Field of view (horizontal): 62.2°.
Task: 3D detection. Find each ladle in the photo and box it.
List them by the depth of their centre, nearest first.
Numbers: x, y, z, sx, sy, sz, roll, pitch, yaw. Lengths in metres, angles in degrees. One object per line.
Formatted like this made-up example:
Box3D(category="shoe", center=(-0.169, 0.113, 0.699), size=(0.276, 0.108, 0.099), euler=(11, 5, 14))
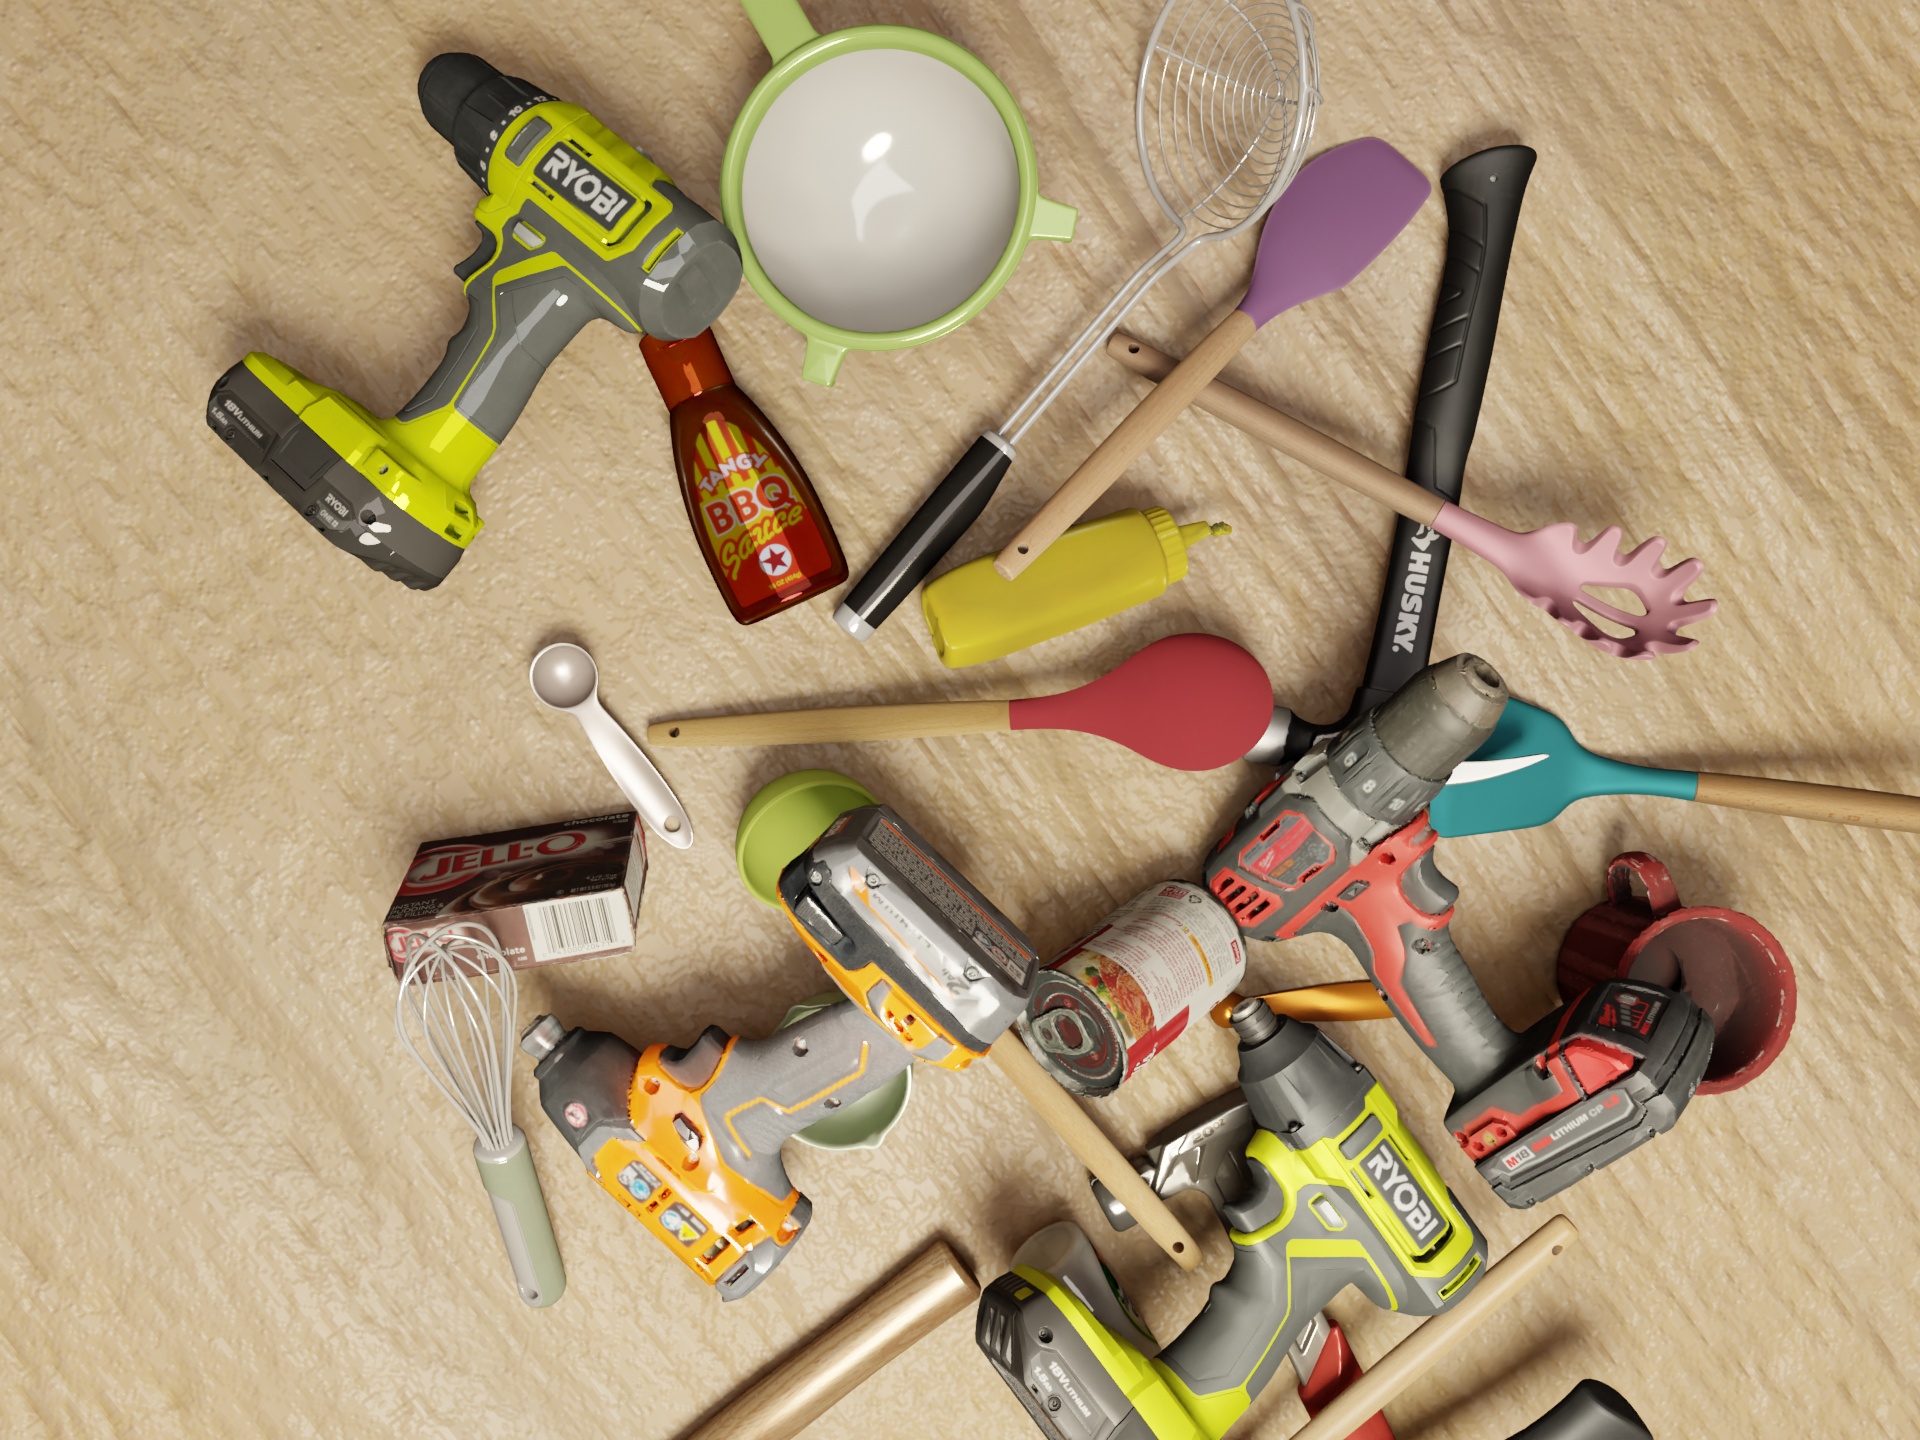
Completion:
Box3D(category="ladle", center=(0.009, 0.152, 0.784), size=(0.078, 0.062, 0.320), euler=(-42, 88, 7))
Box3D(category="ladle", center=(-0.001, -0.003, 0.794), size=(0.315, 0.031, 0.069), euler=(-3, 84, 4))

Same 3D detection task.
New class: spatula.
Box3D(category="spatula", center=(0.123, -0.182, 0.787), size=(0.060, 0.018, 0.316), euler=(42, 76, 4))
Box3D(category="spatula", center=(0.402, 0.039, 0.806), size=(0.317, 0.044, 0.082), euler=(7, 88, 13))

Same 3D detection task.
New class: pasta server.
Box3D(category="pasta server", center=(0.210, -0.117, 0.777), size=(0.316, 0.040, 0.060), euler=(31, 80, 11))

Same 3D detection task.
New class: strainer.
Box3D(category="strainer", center=(-0.063, -0.298, 0.775), size=(0.151, 0.069, 0.256), euler=(-30, 90, 7))

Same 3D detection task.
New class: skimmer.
Box3D(category="skimmer", center=(0.041, -0.197, 0.772), size=(0.363, 0.127, 0.090), euler=(-50, 133, 4))

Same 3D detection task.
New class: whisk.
Box3D(category="whisk", center=(-0.218, 0.193, 0.744), size=(0.058, 0.059, 0.246), euler=(16, 128, 27))

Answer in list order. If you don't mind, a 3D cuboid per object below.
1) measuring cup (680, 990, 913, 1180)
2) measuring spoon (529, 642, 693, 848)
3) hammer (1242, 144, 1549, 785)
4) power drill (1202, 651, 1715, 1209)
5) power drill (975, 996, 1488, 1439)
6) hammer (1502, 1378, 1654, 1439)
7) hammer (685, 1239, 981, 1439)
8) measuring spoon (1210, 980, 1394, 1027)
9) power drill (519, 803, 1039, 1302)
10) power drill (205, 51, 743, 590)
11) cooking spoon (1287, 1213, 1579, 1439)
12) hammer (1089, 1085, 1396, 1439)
Box3D(category="measuring cup", center=(-0.099, 0.196, 0.808), size=(0.167, 0.038, 0.083), euler=(-30, 95, 9))
Box3D(category="measuring spoon", center=(-0.173, 0.014, 0.807), size=(0.034, 0.018, 0.124), euler=(-33, 100, 3))
Box3D(category="hammer", center=(0.248, -0.127, 0.808), size=(0.146, 0.035, 0.335), euler=(11, 89, 9))
Box3D(category="power drill", center=(0.240, 0.093, 0.742), size=(0.227, 0.080, 0.187), euler=(47, 131, 11))
Box3D(category="power drill", center=(0.124, 0.255, 0.751), size=(0.223, 0.080, 0.171), euler=(-37, 94, -18))
Box3D(category="hammer", center=(0.156, 0.441, 0.793), size=(0.409, 0.036, 0.149), euler=(-30, 108, 4))
Box3D(category="hammer", center=(-0.131, 0.377, 0.811), size=(0.331, 0.031, 0.130), euler=(-37, 94, -2))
Box3D(category="measuring spoon", center=(0.189, 0.149, 0.833), size=(0.117, 0.011, 0.021), euler=(-3, 92, -4))
Box3D(category="power drill", center=(-0.092, 0.146, 0.739), size=(0.164, 0.084, 0.226), euler=(43, 106, -3))
Box3D(category="power drill", center=(-0.239, -0.195, 0.753), size=(0.191, 0.080, 0.228), euler=(40, 89, 16))
Box3D(category="cooking spoon", center=(0.184, 0.354, 0.796), size=(0.319, 0.017, 0.068), euler=(-44, 106, 8))
Box3D(category="hammer", center=(0.211, 0.360, 0.830), size=(0.149, 0.037, 0.359), euler=(-27, 93, -2))
